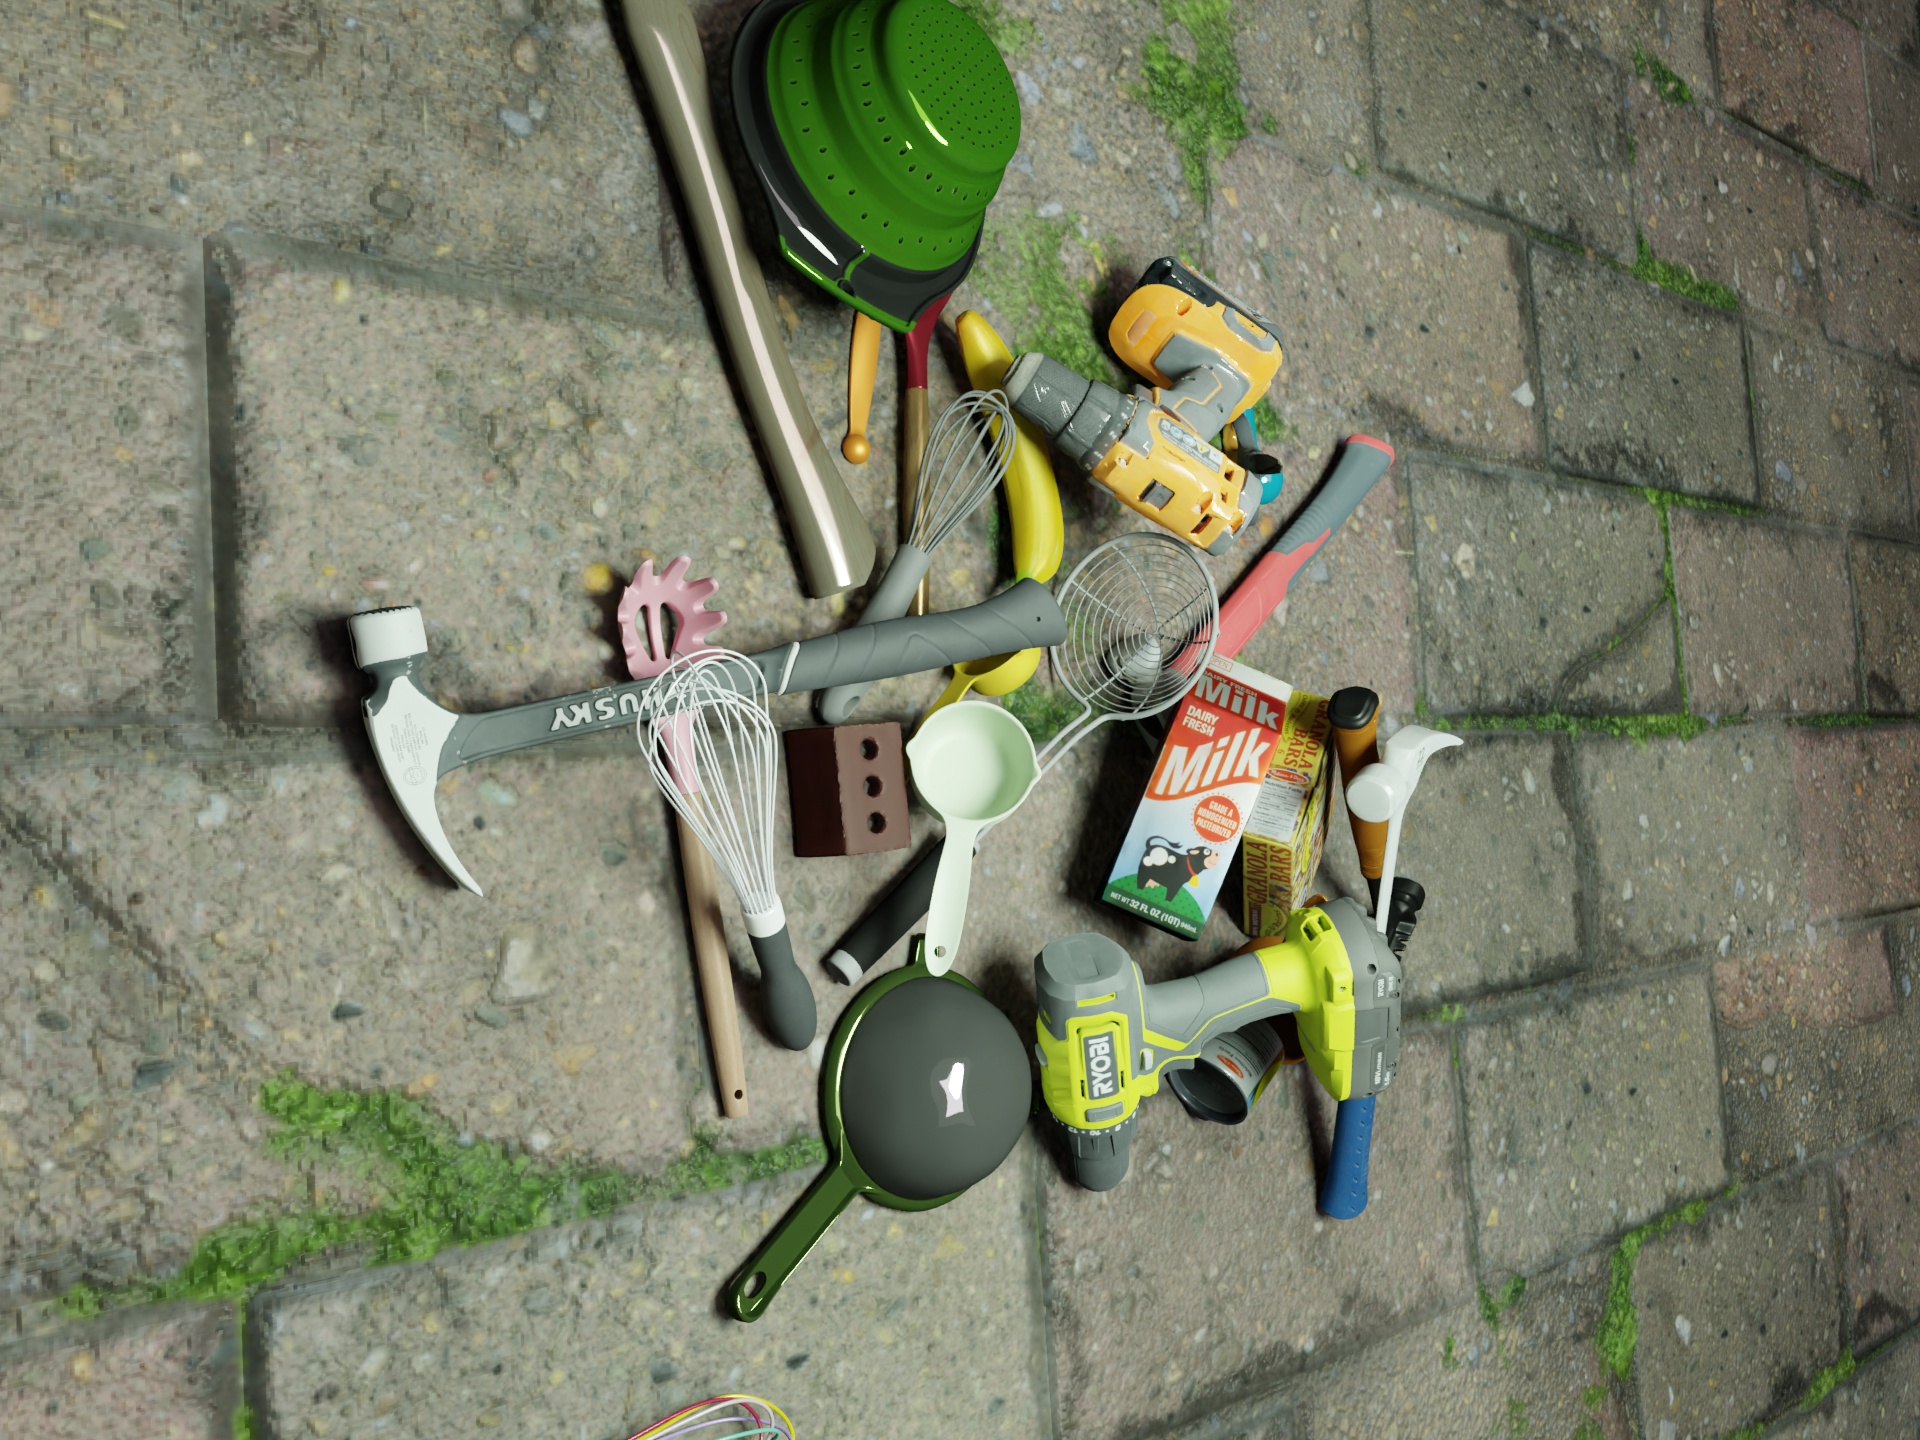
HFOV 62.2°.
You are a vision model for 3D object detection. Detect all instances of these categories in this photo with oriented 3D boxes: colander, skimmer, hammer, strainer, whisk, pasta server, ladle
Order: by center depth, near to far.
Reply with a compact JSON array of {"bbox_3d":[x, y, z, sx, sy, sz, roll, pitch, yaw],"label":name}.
[{"bbox_3d":[-0.194,0.387,0.812,0.244,0.051,0.047,3,62,-36],"label":"whisk"},{"bbox_3d":[-0.111,0.079,0.850,0.070,0.070,0.284,-43,139,-35],"label":"whisk"},{"bbox_3d":[-0.113,-0.020,0.876,0.409,0.036,0.149,-13,99,-29],"label":"hammer"},{"bbox_3d":[-0.147,0.068,0.891,0.060,0.040,0.316,-9,92,-30],"label":"pasta server"},{"bbox_3d":[-0.037,0.255,0.939,0.256,0.069,0.151,-44,113,-37],"label":"strainer"},{"bbox_3d":[-0.143,-0.269,0.939,0.146,0.038,0.410,-24,100,-38],"label":"hammer"},{"bbox_3d":[-0.025,-0.439,0.988,0.204,0.094,0.397,24,60,-39],"label":"colander"},{"bbox_3d":[-0.029,-0.103,0.989,0.055,0.055,0.239,34,77,-33],"label":"whisk"},{"bbox_3d":[0.035,0.018,1.017,0.363,0.127,0.090,-45,141,-28],"label":"skimmer"},{"bbox_3d":[-0.027,-0.189,1.035,0.069,0.031,0.315,6,83,-45],"label":"ladle"},{"bbox_3d":[0.301,0.191,1.150,0.144,0.035,0.405,-34,132,-48],"label":"hammer"},{"bbox_3d":[0.303,0.095,1.182,0.127,0.034,0.336,-60,147,-27],"label":"hammer"},{"bbox_3d":[0.254,-0.101,1.255,0.386,0.038,0.143,-46,115,-35],"label":"hammer"}]

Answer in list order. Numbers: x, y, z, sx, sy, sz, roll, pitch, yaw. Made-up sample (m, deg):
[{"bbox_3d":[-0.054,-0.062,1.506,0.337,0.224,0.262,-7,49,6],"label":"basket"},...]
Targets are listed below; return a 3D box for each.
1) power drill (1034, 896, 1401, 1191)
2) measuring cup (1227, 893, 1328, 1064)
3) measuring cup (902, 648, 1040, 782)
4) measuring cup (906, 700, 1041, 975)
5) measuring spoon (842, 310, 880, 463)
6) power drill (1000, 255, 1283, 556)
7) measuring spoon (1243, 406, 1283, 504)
[{"bbox_3d":[0.162,0.212,1.034,0.228,0.080,0.190,-11,120,-7],"label":"power drill"},{"bbox_3d":[0.240,0.171,1.136,0.052,0.095,0.173,-36,152,-41],"label":"measuring cup"},{"bbox_3d":[-0.002,-0.003,1.023,0.156,0.062,0.029,-55,129,-19],"label":"measuring cup"},{"bbox_3d":[-0.002,0.072,0.955,0.083,0.038,0.168,11,74,-4],"label":"measuring cup"},{"bbox_3d":[-0.061,-0.220,1.018,0.021,0.011,0.117,14,75,-39],"label":"measuring spoon"},{"bbox_3d":[0.129,-0.231,1.093,0.185,0.084,0.226,31,44,-10],"label":"power drill"},{"bbox_3d":[0.239,-0.237,1.266,0.042,0.021,0.128,-4,85,-57],"label":"measuring spoon"}]
